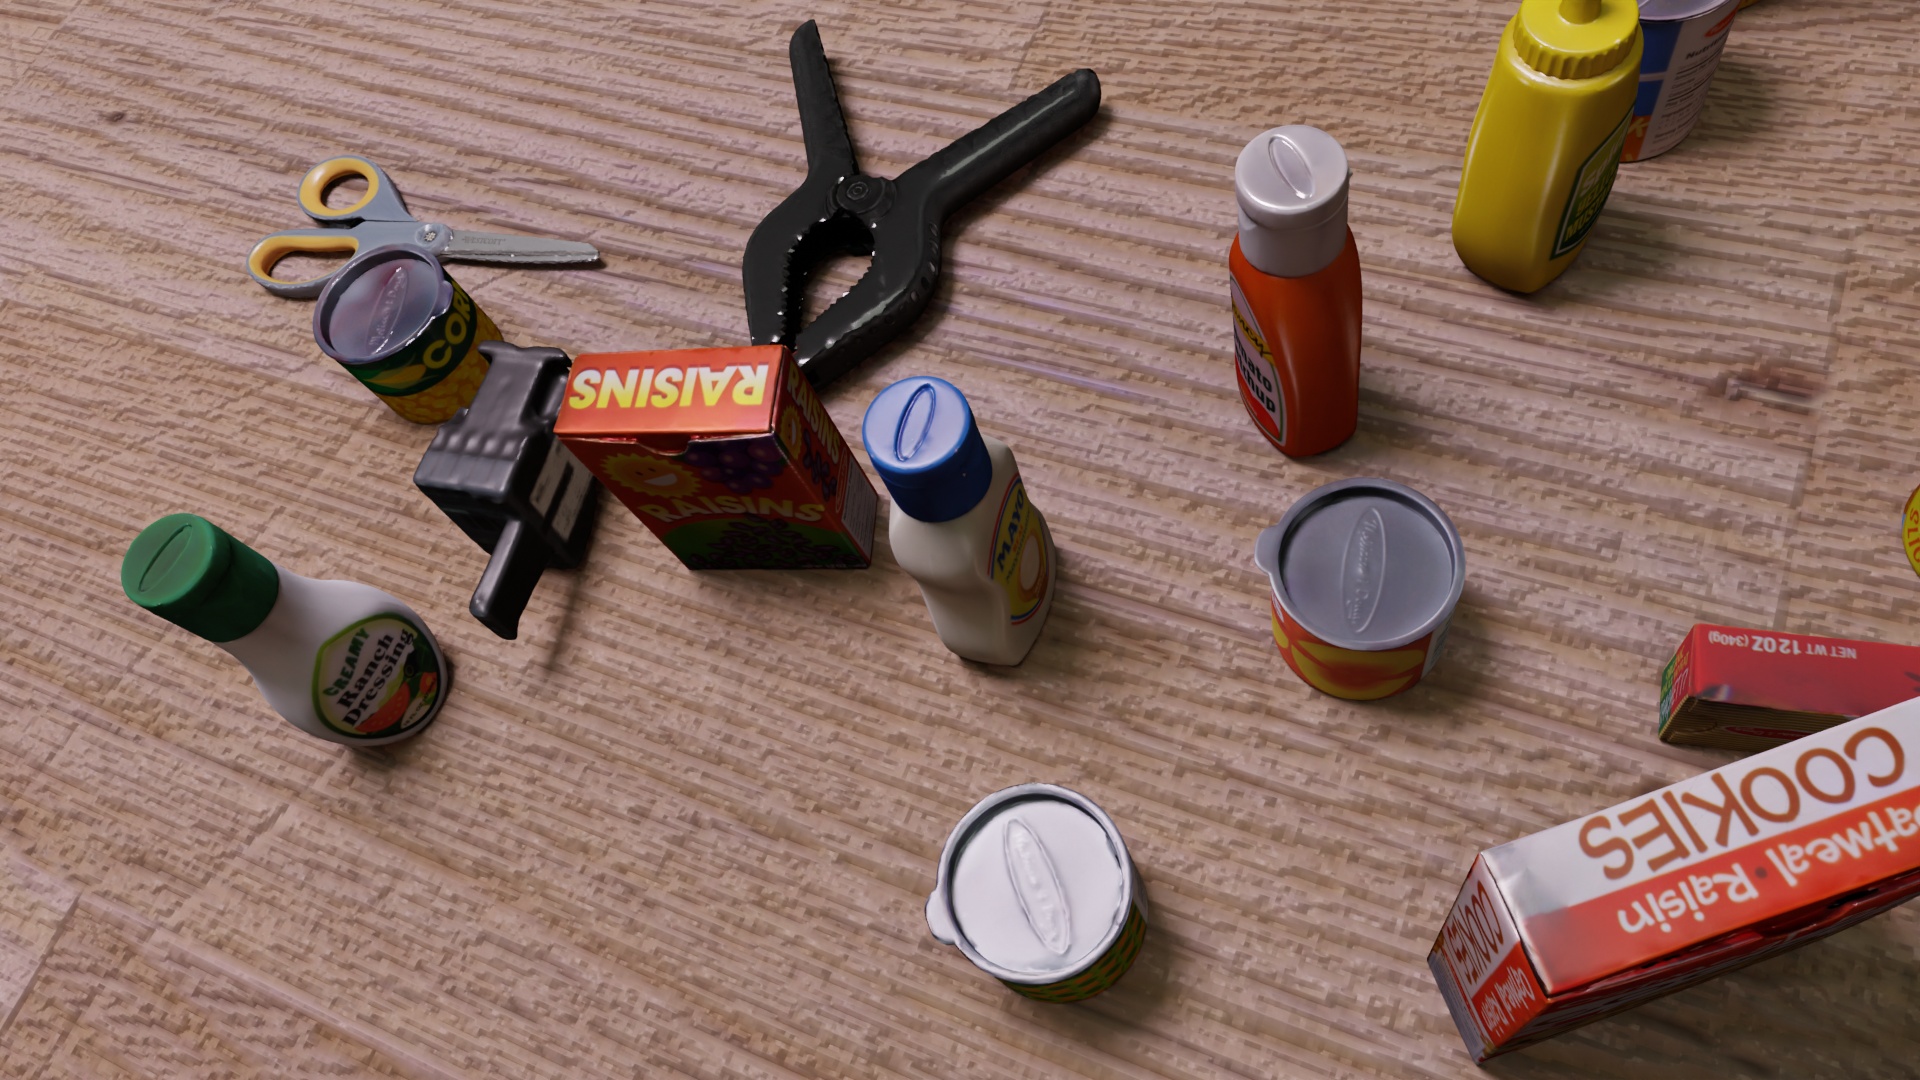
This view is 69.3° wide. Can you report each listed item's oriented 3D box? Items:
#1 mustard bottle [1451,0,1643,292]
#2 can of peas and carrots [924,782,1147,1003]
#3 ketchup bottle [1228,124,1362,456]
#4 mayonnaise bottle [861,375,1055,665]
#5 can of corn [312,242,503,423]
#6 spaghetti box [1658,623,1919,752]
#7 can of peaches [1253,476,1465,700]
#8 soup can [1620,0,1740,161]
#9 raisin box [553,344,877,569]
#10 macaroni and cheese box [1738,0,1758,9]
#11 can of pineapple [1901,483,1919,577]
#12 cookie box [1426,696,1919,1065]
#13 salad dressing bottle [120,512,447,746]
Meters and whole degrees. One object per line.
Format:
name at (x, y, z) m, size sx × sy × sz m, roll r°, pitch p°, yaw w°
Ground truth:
mustard bottle at (0.221, -0.159, 0.517) m, size 0.049 × 0.159 × 0.065 m, roll 34°, pitch 77°, yaw 25°
can of peas and carrots at (0.028, 0.125, 0.484) m, size 0.071 × 0.058 × 0.071 m, roll -5°, pitch 64°, yaw 11°
ketchup bottle at (0.124, -0.091, 0.514) m, size 0.043 × 0.148 × 0.065 m, roll -22°, pitch 62°, yaw 3°
mayonnaise bottle at (0.002, -0.006, 0.503) m, size 0.041 × 0.147 × 0.065 m, roll 10°, pitch 68°, yaw 18°
can of corn at (-0.258, -0.097, 0.661) m, size 0.071 × 0.058 × 0.071 m, roll -5°, pitch 64°, yaw 11°
spaghetti box at (0.361, 0.061, 0.439) m, size 0.250 × 0.050 × 0.029 m, roll 6°, pitch 67°, yaw 16°
can of peaches at (0.144, 0.018, 0.508) m, size 0.071 × 0.058 × 0.071 m, roll -5°, pitch 64°, yaw 11°
soup can at (0.276, -0.209, 0.571) m, size 0.071 × 0.083 × 0.071 m, roll -5°, pitch 64°, yaw 11°
raisin box at (-0.091, -0.028, 0.550) m, size 0.086 × 0.123 × 0.040 m, roll 0°, pitch 65°, yaw 14°
macaroni and cheese box at (0.358, -0.299, 0.548) m, size 0.124 × 0.166 × 0.040 m, roll -24°, pitch 62°, yaw 2°
can of pineapple at (0.363, -0.010, 0.469) m, size 0.071 × 0.057 × 0.071 m, roll -5°, pitch 64°, yaw 11°
cookie box at (0.203, 0.103, 0.391) m, size 0.123 × 0.167 × 0.040 m, roll -21°, pitch 62°, yaw 3°
salad dressing bottle at (-0.261, 0.037, 0.546) m, size 0.044 × 0.147 × 0.064 m, roll 22°, pitch 72°, yaw 22°
